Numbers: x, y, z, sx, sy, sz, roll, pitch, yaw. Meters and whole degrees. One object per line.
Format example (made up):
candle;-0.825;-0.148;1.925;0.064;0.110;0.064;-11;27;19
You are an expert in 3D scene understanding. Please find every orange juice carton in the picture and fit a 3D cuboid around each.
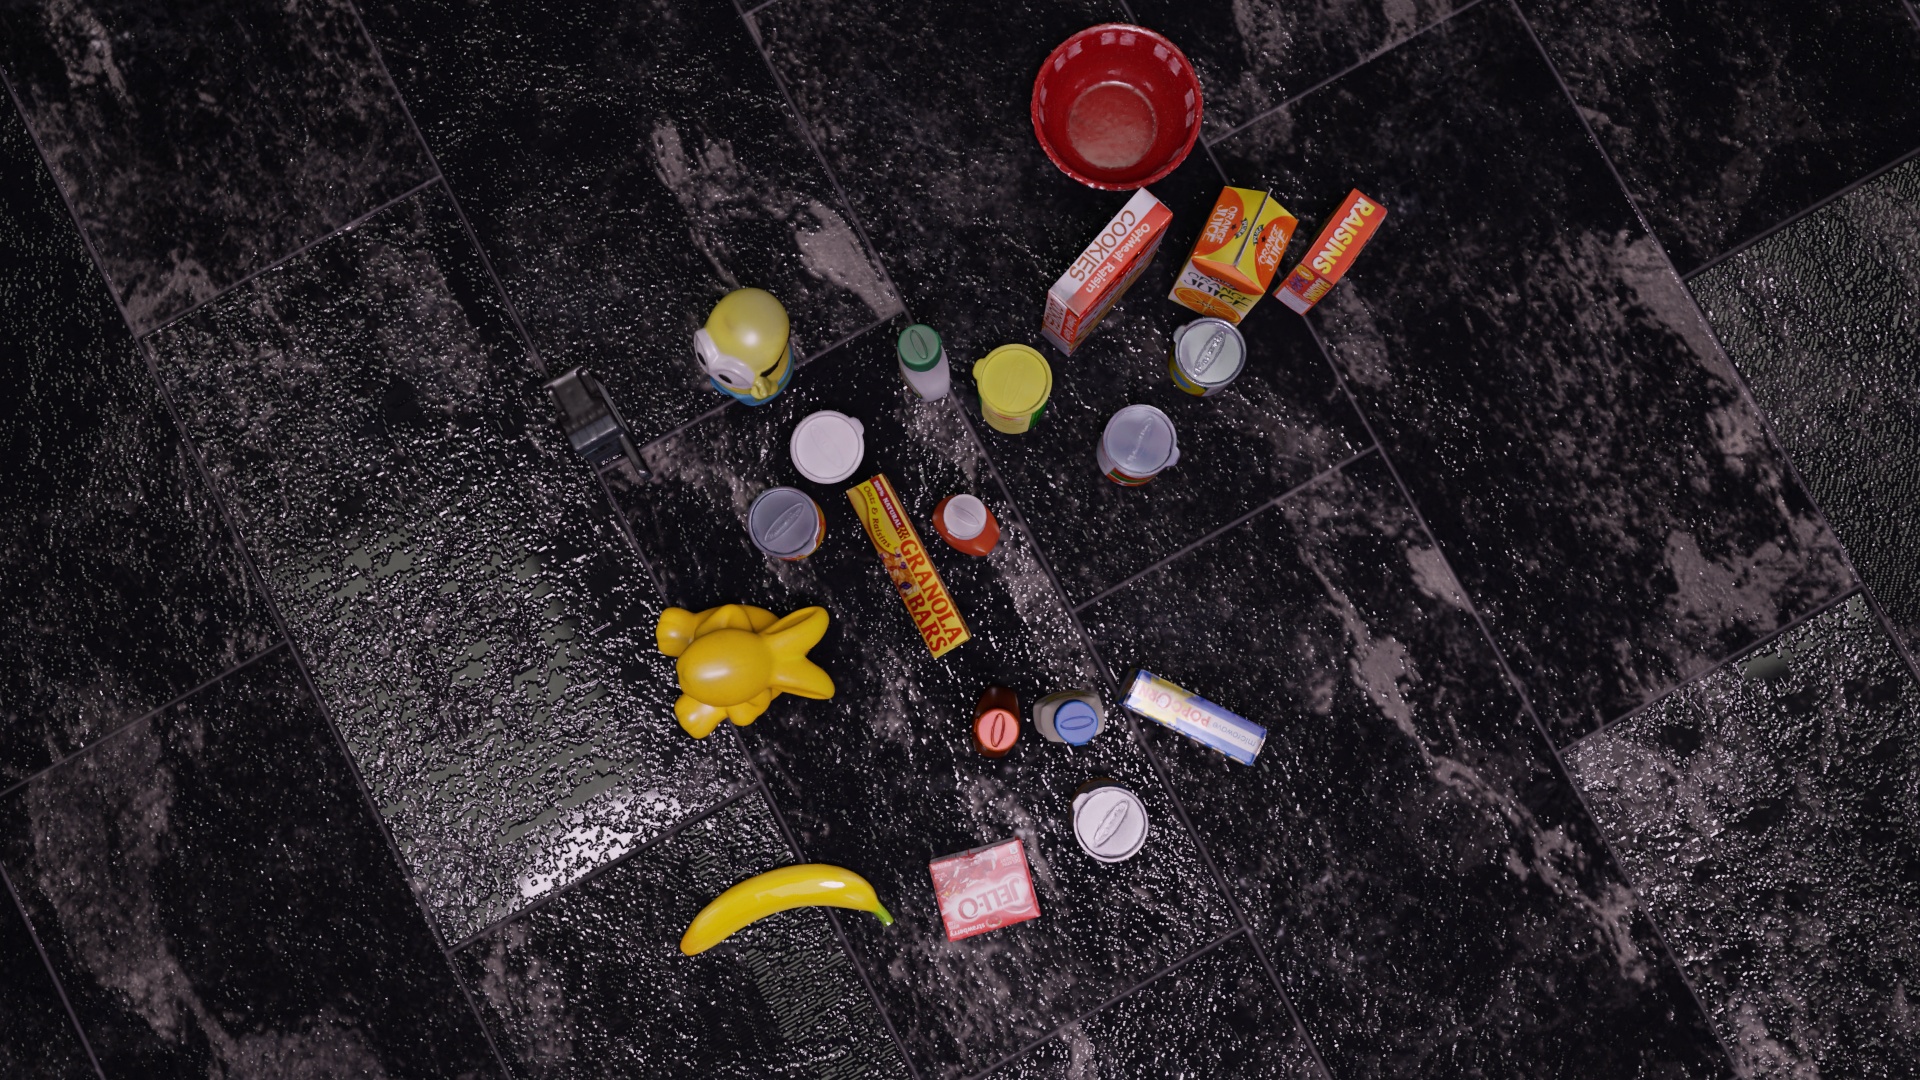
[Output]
orange juice carton;0.245;-0.255;1.244;0.073;0.192;0.072;26;87;2

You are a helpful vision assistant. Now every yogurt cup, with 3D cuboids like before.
yogurt cup;-0.123;-0.085;1.304;0.072;0.054;0.072;0;86;1

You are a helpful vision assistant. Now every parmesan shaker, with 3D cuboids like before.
parmesan shaker;0.046;-0.140;1.282;0.071;0.103;0.071;0;86;1

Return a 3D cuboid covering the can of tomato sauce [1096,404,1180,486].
can of tomato sauce;0.164;-0.086;1.287;0.071;0.083;0.071;0;86;1

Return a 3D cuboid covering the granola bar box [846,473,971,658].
granola bar box;-0.044;0.025;1.259;0.039;0.124;0.165;-28;86;-1

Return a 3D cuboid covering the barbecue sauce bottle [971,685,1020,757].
barbecue sauce bottle;0.031;0.163;1.236;0.044;0.148;0.065;11;86;1

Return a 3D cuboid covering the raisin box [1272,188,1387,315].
raisin box;0.338;-0.263;1.278;0.040;0.123;0.086;36;87;3

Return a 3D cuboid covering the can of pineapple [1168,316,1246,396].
can of pineapple;0.230;-0.173;1.305;0.071;0.058;0.071;0;86;1

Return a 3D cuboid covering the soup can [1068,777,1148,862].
soup can;0.131;0.250;1.261;0.071;0.083;0.071;0;86;1

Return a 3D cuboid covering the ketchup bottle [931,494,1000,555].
ketchup bottle;0.004;-0.016;1.250;0.065;0.148;0.043;32;87;3

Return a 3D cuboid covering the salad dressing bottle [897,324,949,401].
salad dressing bottle;-0.035;-0.164;1.262;0.044;0.147;0.064;-25;86;-1

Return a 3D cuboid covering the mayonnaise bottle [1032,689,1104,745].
mayonnaise bottle;0.099;0.157;1.236;0.065;0.148;0.041;-10;86;0

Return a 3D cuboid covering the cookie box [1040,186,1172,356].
cookie box;0.129;-0.238;1.256;0.040;0.167;0.123;41;87;3

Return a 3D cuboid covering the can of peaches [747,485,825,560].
can of peaches;-0.160;-0.013;1.297;0.071;0.058;0.071;0;86;1

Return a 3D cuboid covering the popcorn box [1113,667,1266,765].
popcorn box;0.208;0.160;1.266;0.127;0.085;0.038;26;87;2
